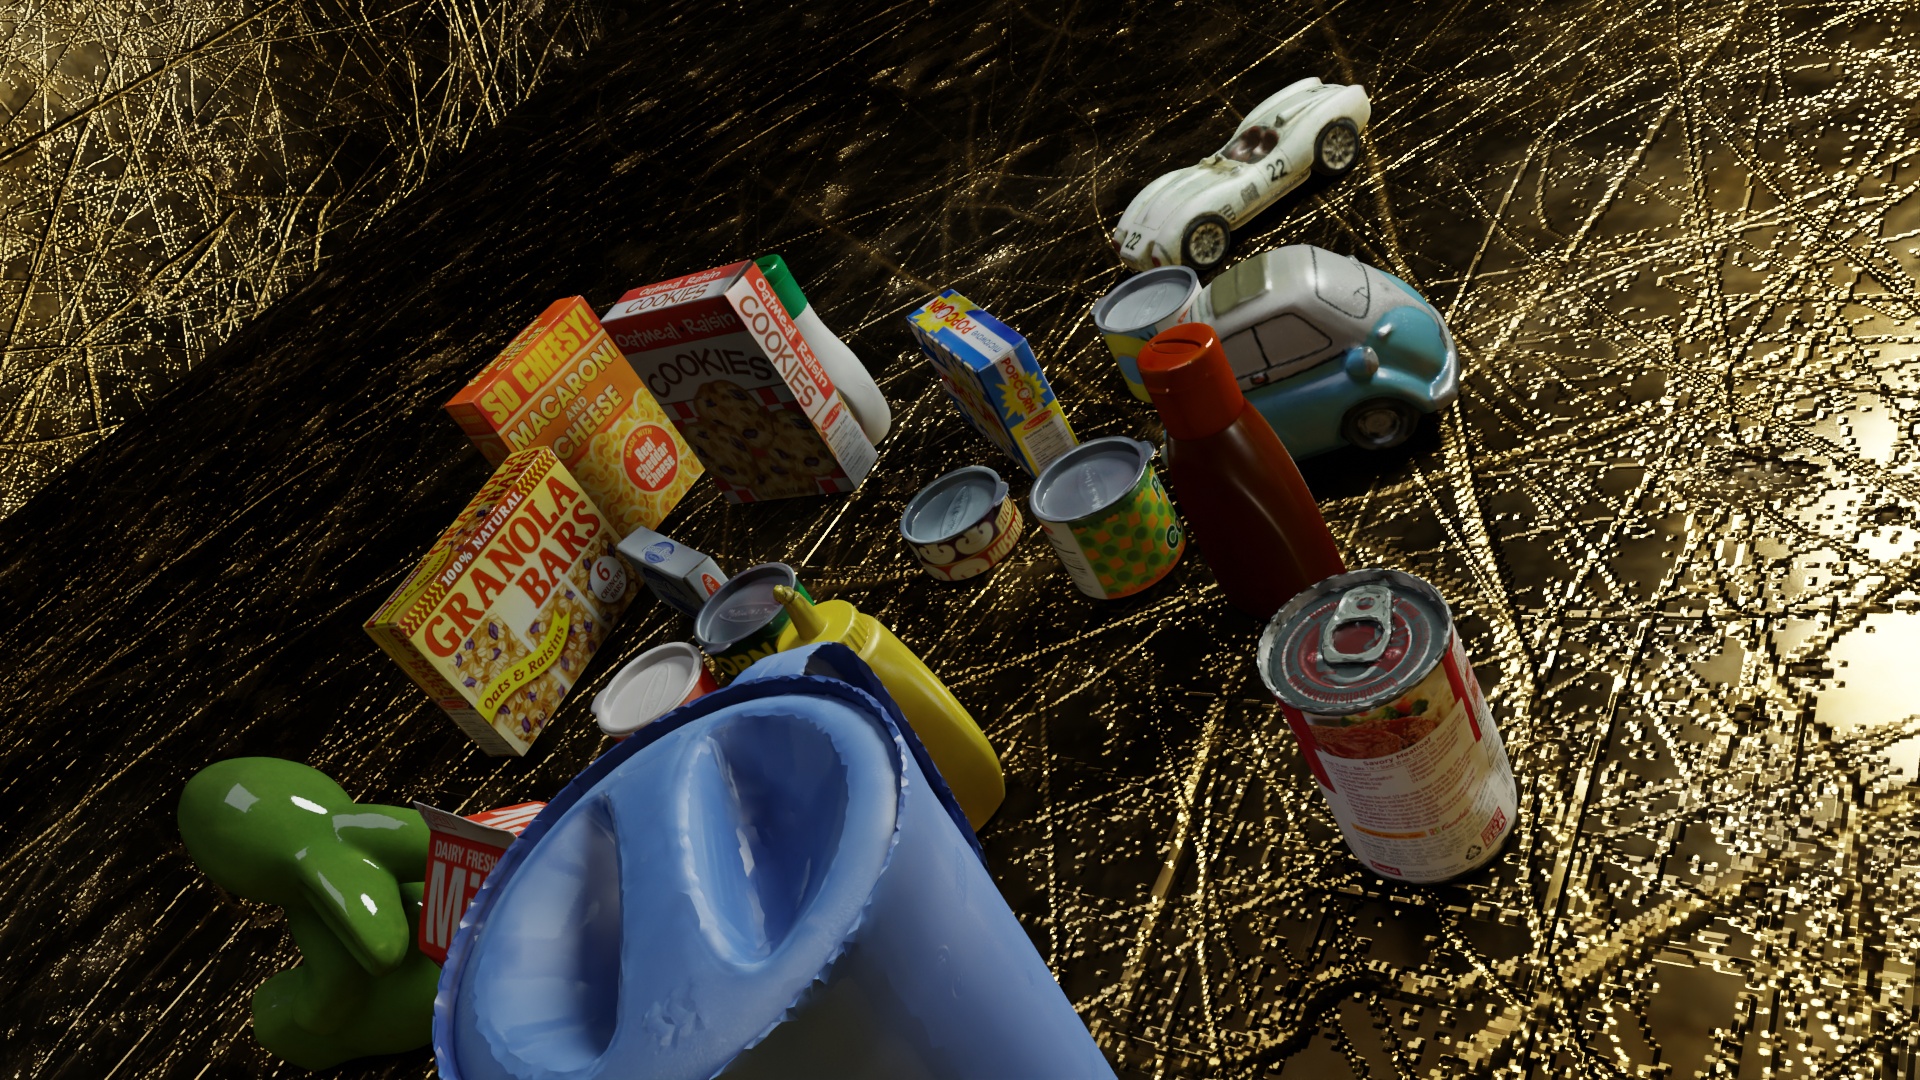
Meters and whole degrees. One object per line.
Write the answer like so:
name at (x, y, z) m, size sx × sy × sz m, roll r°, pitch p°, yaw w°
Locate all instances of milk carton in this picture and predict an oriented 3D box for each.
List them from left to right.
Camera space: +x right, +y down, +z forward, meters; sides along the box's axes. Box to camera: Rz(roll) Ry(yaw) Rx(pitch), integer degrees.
milk carton at (-0.134, 0.166, 0.538) m, size 0.072 × 0.190 × 0.074 m, roll 0°, pitch 44°, yaw 41°

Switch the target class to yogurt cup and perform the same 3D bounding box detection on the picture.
yogurt cup at (-0.162, 0.099, 0.783) m, size 0.072 × 0.053 × 0.073 m, roll -22°, pitch 33°, yaw 15°

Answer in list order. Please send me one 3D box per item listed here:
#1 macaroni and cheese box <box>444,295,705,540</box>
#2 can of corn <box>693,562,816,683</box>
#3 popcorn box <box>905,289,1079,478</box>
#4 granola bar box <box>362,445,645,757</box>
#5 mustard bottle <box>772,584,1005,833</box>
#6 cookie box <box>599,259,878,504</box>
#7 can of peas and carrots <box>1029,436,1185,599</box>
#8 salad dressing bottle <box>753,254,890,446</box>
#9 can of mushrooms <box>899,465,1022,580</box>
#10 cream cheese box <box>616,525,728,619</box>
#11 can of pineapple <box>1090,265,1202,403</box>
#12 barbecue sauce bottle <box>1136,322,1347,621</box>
macaroni and cheese box at (-0.275, -0.074, 1.011) m, size 0.040 × 0.166 × 0.124 m, roll -1°, pitch 43°, yaw 40°
can of corn at (-0.110, 0.058, 0.792) m, size 0.071 × 0.058 × 0.071 m, roll -22°, pitch 33°, yaw 15°
popcorn box at (0.019, -0.101, 0.876) m, size 0.038 × 0.085 × 0.127 m, roll -35°, pitch 32°, yaw -5°
granola bar box at (-0.290, 0.039, 0.908) m, size 0.039 × 0.123 × 0.166 m, roll -8°, pitch 39°, yaw 34°
mustard bottle at (-0.038, 0.073, 0.614) m, size 0.065 × 0.159 × 0.049 m, roll -39°, pitch 32°, yaw -11°
cookie box at (-0.149, -0.103, 0.943) m, size 0.123 × 0.167 × 0.040 m, roll -4°, pitch 41°, yaw 37°
can of peas and carrots at (0.080, -0.013, 0.728) m, size 0.071 × 0.058 × 0.071 m, roll -22°, pitch 33°, yaw 15°
salad dressing bottle at (-0.102, -0.126, 0.954) m, size 0.064 × 0.147 × 0.044 m, roll 5°, pitch 47°, yaw 44°
can of mushrooms at (0.003, -0.010, 0.814) m, size 0.071 × 0.033 × 0.071 m, roll -22°, pitch 33°, yaw 15°
cream cheese box at (-0.180, 0.025, 0.901) m, size 0.024 × 0.053 × 0.104 m, roll -45°, pitch 34°, yaw -20°
can of pineapple at (0.122, -0.126, 0.849) m, size 0.071 × 0.057 × 0.071 m, roll -22°, pitch 33°, yaw 15°
barbecue sauce bottle at (0.124, -0.029, 0.628) m, size 0.065 × 0.148 × 0.044 m, roll 13°, pitch 53°, yaw 49°
